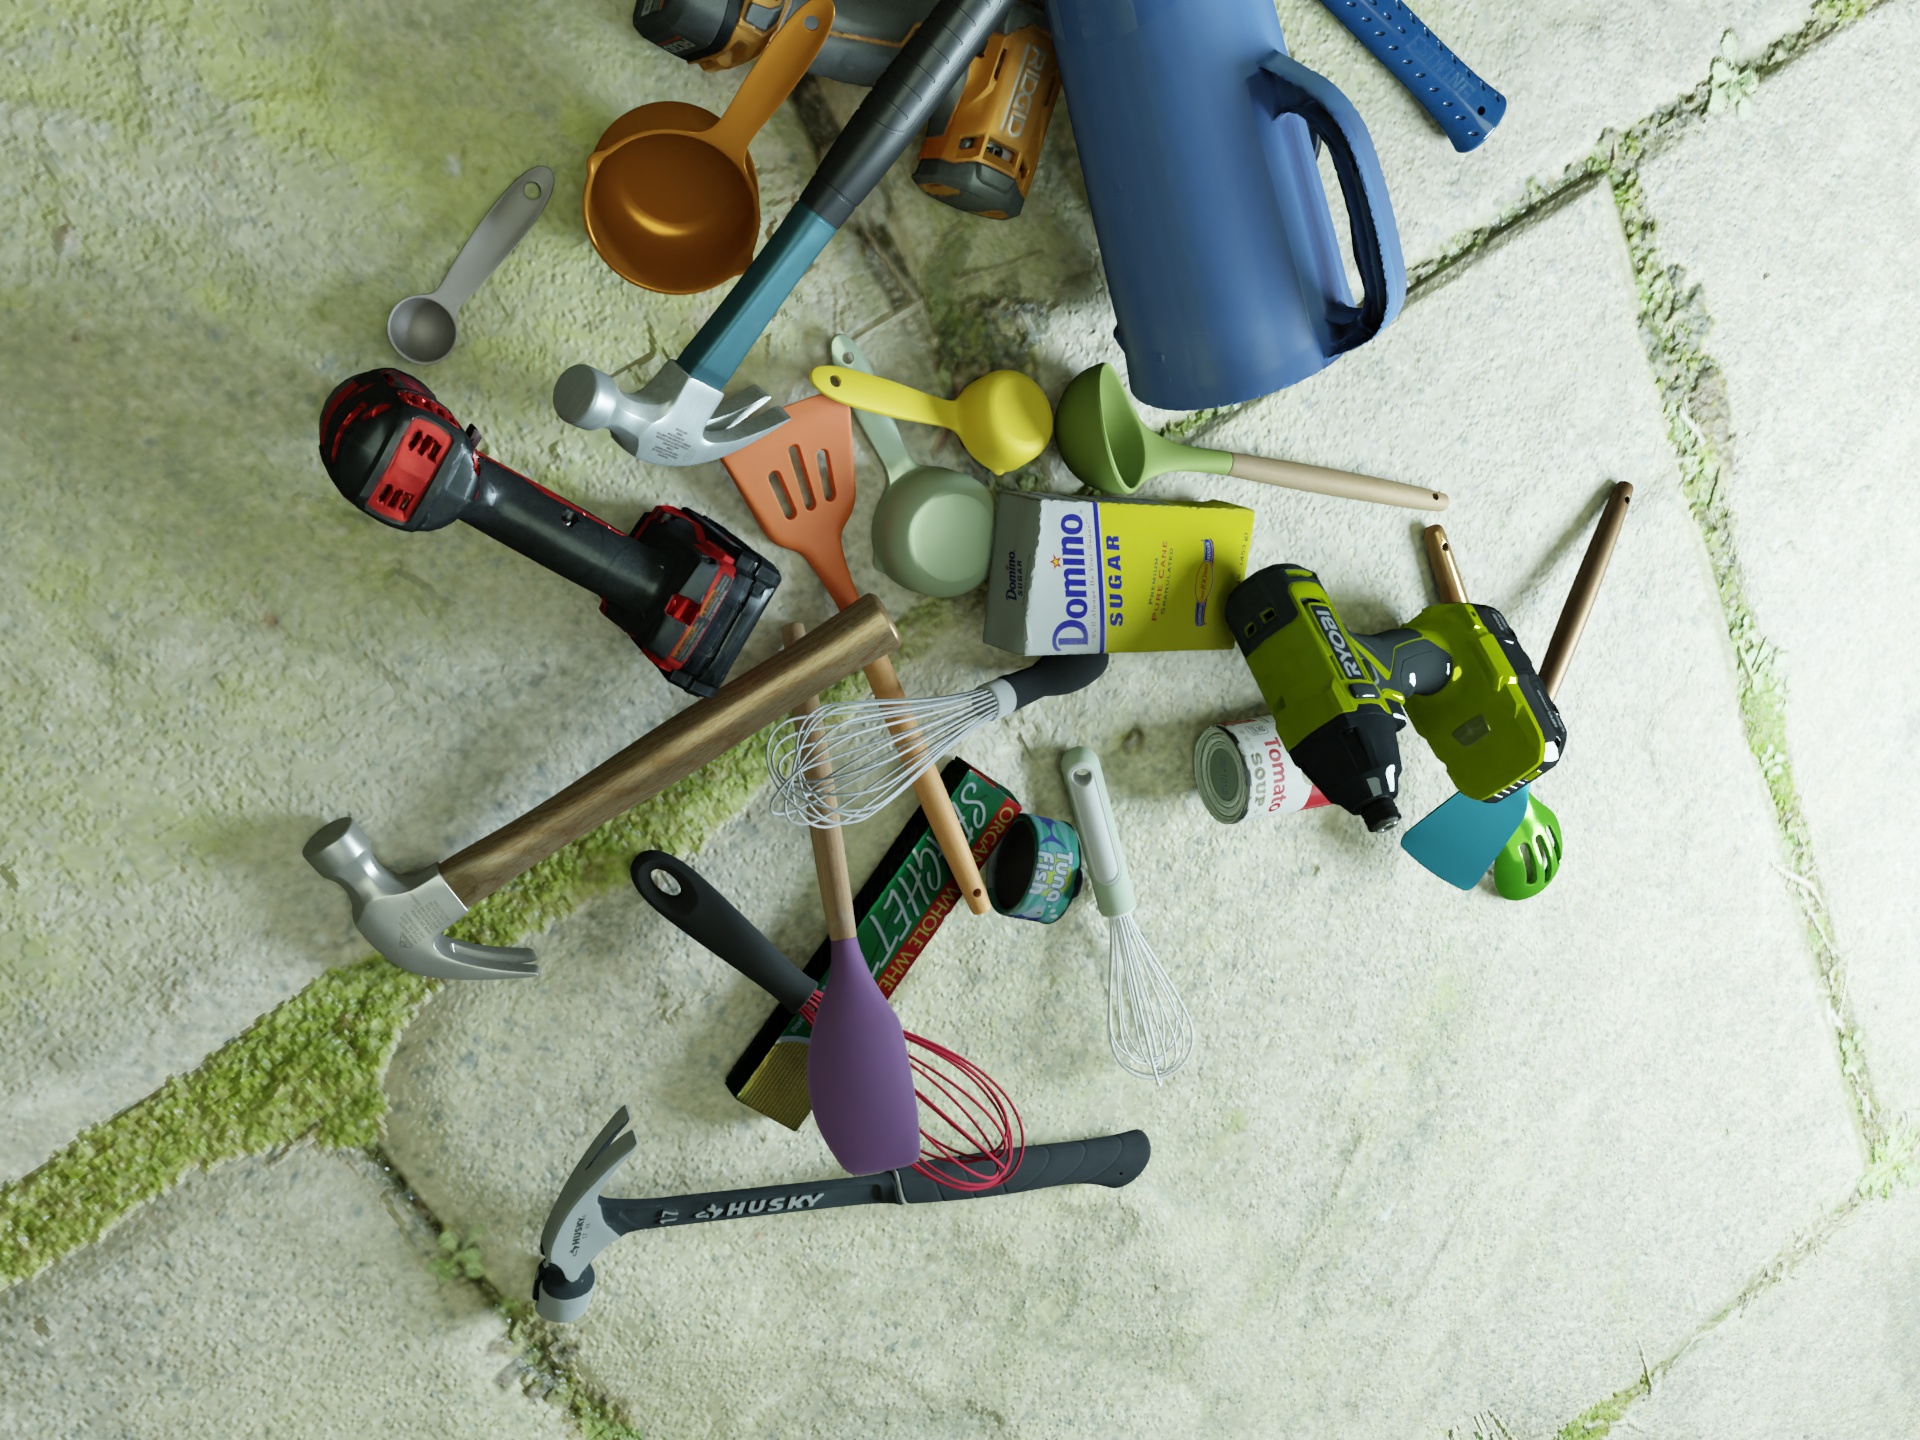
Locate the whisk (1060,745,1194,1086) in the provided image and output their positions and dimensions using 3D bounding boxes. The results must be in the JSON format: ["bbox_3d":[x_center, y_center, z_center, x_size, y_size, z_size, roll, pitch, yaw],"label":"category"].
[{"bbox_3d":[0.105,0.131,1.045,0.058,0.059,0.246,-13,107,8],"label":"whisk"}]

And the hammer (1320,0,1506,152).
[{"bbox_3d":[0.182,-0.476,0.922,0.405,0.035,0.144,30,90,-28],"label":"hammer"}]

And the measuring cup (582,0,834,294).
[{"bbox_3d":[-0.118,-0.293,0.787,0.095,0.052,0.173,29,121,-30],"label":"measuring cup"}]

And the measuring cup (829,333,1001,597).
[{"bbox_3d":[-0.029,-0.145,0.912,0.083,0.038,0.167,-34,117,-13],"label":"measuring cup"}]

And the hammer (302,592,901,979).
[{"bbox_3d":[-0.178,0.032,0.875,0.331,0.031,0.130,-32,117,-4],"label":"hammer"}]

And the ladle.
[{"bbox_3d":[0.196,-0.163,1.002,0.320,0.062,0.078,5,73,-28],"label":"ladle"}]

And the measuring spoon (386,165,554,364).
[{"bbox_3d":[-0.247,-0.233,0.808,0.034,0.018,0.124,39,79,-27],"label":"measuring spoon"}]

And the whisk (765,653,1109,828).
[{"bbox_3d":[-0.001,-0.004,0.907,0.284,0.070,0.070,-24,115,-45],"label":"whisk"}]

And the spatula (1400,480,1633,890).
[{"bbox_3d":[0.409,-0.032,1.129,0.082,0.044,0.317,32,77,-27],"label":"spatula"}]

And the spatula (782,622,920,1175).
[{"bbox_3d":[-0.073,0.100,0.908,0.059,0.018,0.316,-8,85,-7],"label":"spatula"}]

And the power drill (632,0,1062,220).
[{"bbox_3d":[-0.035,-0.388,0.825,0.226,0.084,0.185,15,97,-31],"label":"power drill"}]

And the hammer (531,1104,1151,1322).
[{"bbox_3d":[-0.055,0.291,1.005,0.408,0.036,0.149,2,123,-28],"label":"hammer"}]

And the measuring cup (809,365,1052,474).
[{"bbox_3d":[-0.012,-0.180,0.894,0.156,0.029,0.062,7,75,-36],"label":"measuring cup"}]

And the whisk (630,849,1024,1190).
[{"bbox_3d":[-0.077,0.176,0.934,0.295,0.073,0.073,42,85,-8],"label":"whisk"}]

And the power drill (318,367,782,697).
[{"bbox_3d":[-0.211,-0.101,0.793,0.219,0.143,0.078,28,96,-34],"label":"power drill"}]

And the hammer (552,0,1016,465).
[{"bbox_3d":[-0.063,-0.262,0.787,0.331,0.033,0.128,-50,155,12],"label":"hammer"}]

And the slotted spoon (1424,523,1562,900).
[{"bbox_3d":[0.382,0.001,1.145,0.070,0.031,0.313,-32,113,-19],"label":"slotted spoon"}]

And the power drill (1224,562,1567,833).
[{"bbox_3d":[0.279,-0.009,1.003,0.223,0.171,0.080,1,148,-41],"label":"power drill"}]

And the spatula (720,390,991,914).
[{"bbox_3d":[-0.045,-0.027,0.922,0.081,0.041,0.322,-27,104,-16],"label":"spatula"}]
